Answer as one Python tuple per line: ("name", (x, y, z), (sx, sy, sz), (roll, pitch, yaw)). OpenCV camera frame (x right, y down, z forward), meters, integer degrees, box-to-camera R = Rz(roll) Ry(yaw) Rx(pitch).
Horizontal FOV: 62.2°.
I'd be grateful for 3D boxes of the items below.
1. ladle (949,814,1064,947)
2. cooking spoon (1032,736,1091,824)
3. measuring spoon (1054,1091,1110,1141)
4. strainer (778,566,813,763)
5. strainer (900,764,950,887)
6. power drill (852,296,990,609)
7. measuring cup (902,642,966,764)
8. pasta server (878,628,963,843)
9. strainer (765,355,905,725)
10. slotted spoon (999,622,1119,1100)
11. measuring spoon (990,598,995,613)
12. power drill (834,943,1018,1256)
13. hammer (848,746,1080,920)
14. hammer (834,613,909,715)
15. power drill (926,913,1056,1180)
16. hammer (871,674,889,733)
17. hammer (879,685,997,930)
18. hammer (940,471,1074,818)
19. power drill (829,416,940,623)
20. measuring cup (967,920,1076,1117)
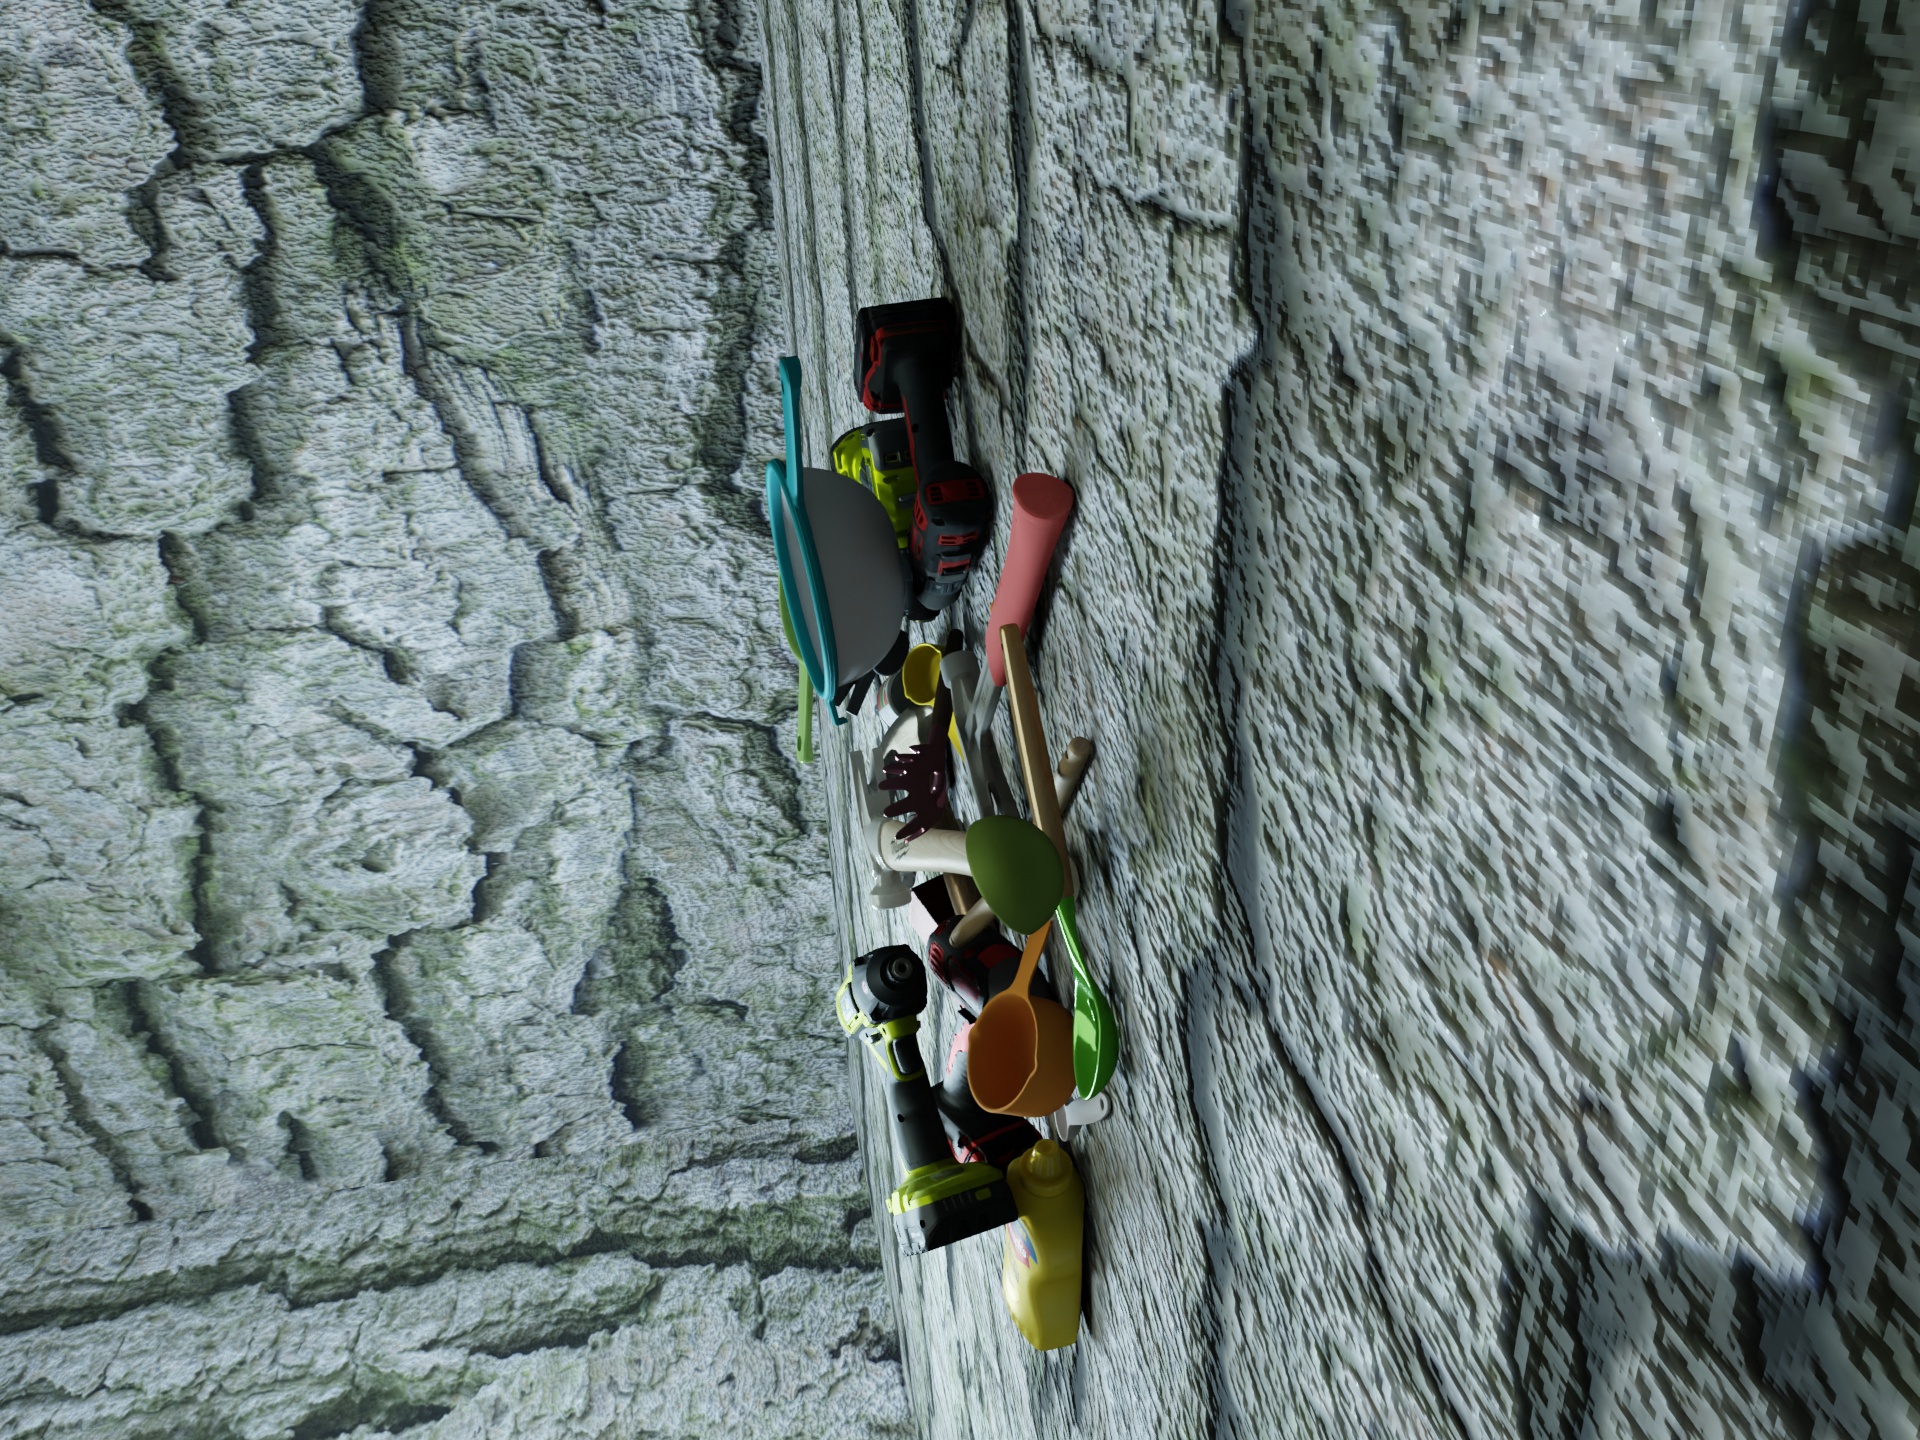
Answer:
("ladle", (0.013, 0.130, 1.098), (0.078, 0.062, 0.320), (65, 164, 12))
("cooking spoon", (0.060, 0.076, 1.150), (0.318, 0.017, 0.069), (105, 152, -67))
("measuring spoon", (0.092, 0.279, 1.136), (0.124, 0.018, 0.034), (125, 139, -67))
("strainer", (-0.128, -0.080, 1.585), (0.152, 0.069, 0.256), (37, 127, 57))
("strainer", (-0.041, 0.096, 1.578), (0.259, 0.050, 0.086), (-81, -10, -59))
("power drill", (-0.030, -0.216, 1.332), (0.187, 0.080, 0.227), (105, 154, -68))
("measuring cup", (-0.002, -0.005, 1.434), (0.062, 0.029, 0.157), (-51, 57, 33))
("pasta server", (-0.023, -0.002, 1.316), (0.316, 0.040, 0.060), (-81, -29, -61))
("strainer", (-0.097, -0.169, 1.322), (0.340, 0.095, 0.211), (92, 161, -51))
("slotted spoon", (0.063, 0.090, 1.041), (0.070, 0.031, 0.314), (160, 99, -79))
("measuring spoon", (0.036, -0.039, 1.237), (0.021, 0.011, 0.117), (133, 129, -78))
("power drill", (-0.034, 0.286, 1.218), (0.171, 0.080, 0.223), (120, 133, -67))
("hammer", (-0.008, 0.096, 1.270), (0.411, 0.038, 0.146), (178, 82, -69))
("hammer", (-0.081, -0.066, 1.583), (0.146, 0.035, 0.335), (-62, 7, 2))
("power drill", (0.027, 0.279, 1.286), (0.143, 0.078, 0.219), (34, 129, 46))
("hammer", (-0.113, -0.105, 1.800), (0.408, 0.036, 0.149), (75, 180, -46))
("hammer", (-0.005, 0.130, 1.435), (0.130, 0.031, 0.332), (-42, 51, 31))
("hammer", (0.034, -0.053, 1.133), (0.358, 0.036, 0.149), (106, 151, -64))
("power drill", (-0.066, -0.203, 1.562), (0.229, 0.080, 0.190), (-135, 34, -72))
("measuring cup", (0.062, 0.204, 1.159), (0.095, 0.052, 0.173), (9, 80, 60))
